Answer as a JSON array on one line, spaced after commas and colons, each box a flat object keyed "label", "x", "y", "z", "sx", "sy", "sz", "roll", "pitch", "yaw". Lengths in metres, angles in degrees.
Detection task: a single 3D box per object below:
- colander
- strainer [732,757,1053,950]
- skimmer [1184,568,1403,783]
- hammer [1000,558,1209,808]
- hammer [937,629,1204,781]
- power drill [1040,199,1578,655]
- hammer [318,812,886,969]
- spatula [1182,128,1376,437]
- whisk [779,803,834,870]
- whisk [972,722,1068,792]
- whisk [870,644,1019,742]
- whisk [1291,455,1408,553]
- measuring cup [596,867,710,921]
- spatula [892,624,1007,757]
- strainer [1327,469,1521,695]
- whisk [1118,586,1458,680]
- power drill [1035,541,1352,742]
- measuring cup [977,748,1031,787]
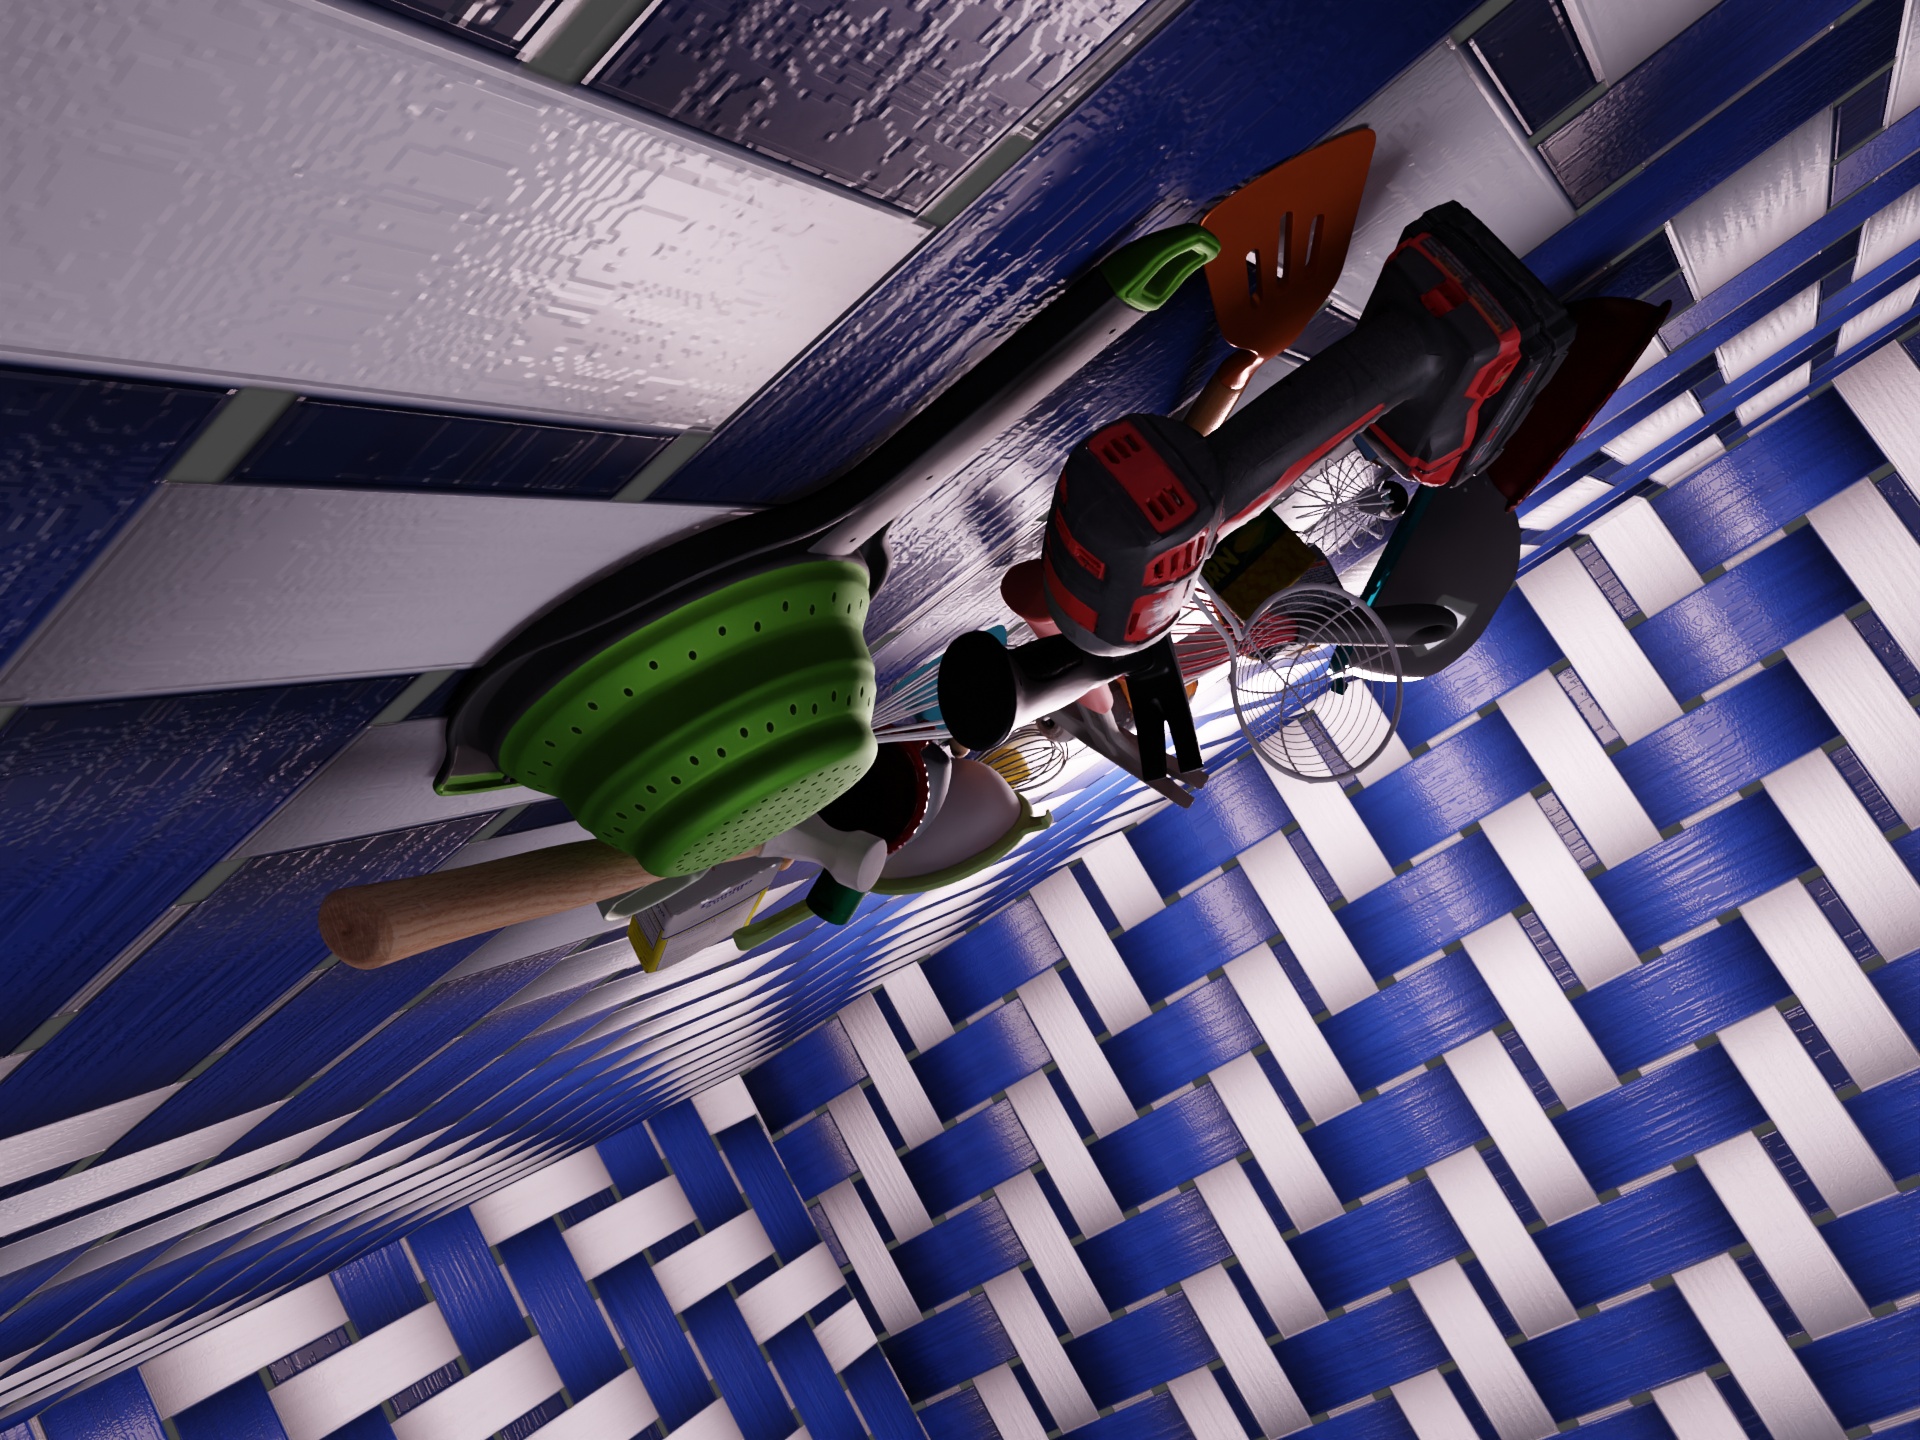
[{"label": "colander", "x": -0.042, "y": -0.040, "z": 0.639, "sx": 0.397, "sy": 0.094, "sz": 0.204, "roll": -35, "pitch": 169, "yaw": 25}, {"label": "strainer", "x": -0.068, "y": 0.091, "z": 1.222, "sx": 0.256, "sy": 0.069, "sz": 0.152, "roll": -27, "pitch": -159, "yaw": -19}, {"label": "skimmer", "x": 0.169, "y": -0.063, "z": 0.902, "sx": 0.363, "sy": 0.090, "sz": 0.127, "roll": 34, "pitch": 72, "yaw": -58}, {"label": "hammer", "x": 0.086, "y": -0.023, "z": 1.029, "sx": 0.037, "sy": 0.149, "sz": 0.358, "roll": -56, "pitch": 164, "yaw": -6}, {"label": "hammer", "x": 0.057, "y": -0.022, "z": 0.753, "sx": 0.035, "sy": 0.146, "sz": 0.335, "roll": -15, "pitch": -178, "yaw": 19}, {"label": "power drill", "x": 0.129, "y": -0.104, "z": 0.648, "sx": 0.219, "sy": 0.079, "sz": 0.143, "roll": -32, "pitch": 163, "yaw": -13}, {"label": "hammer", "x": -0.160, "y": 0.065, "z": 0.726, "sx": 0.331, "sy": 0.130, "sz": 0.031, "roll": -9, "pitch": 117, "yaw": -67}, {"label": "spatula", "x": 0.116, "y": -0.159, "z": 0.733, "sx": 0.081, "sy": 0.041, "sz": 0.322, "roll": -30, "pitch": 174, "yaw": -9}, {"label": "whisk", "x": -0.122, "y": 0.079, "z": 1.163, "sx": 0.047, "sy": 0.051, "sz": 0.245, "roll": -4, "pitch": 167, "yaw": -14}, {"label": "whisk", "x": -0.013, "y": 0.059, "z": 1.352, "sx": 0.239, "sy": 0.055, "sz": 0.055, "roll": -22, "pitch": 167, "yaw": -20}, {"label": "whisk", "x": -0.063, "y": 0.009, "z": 0.919, "sx": 0.246, "sy": 0.059, "sz": 0.057, "roll": -20, "pitch": 139, "yaw": -14}, {"label": "whisk", "x": 0.292, "y": -0.159, "z": 1.149, "sx": 0.070, "sy": 0.070, "sz": 0.284, "roll": -35, "pitch": 174, "yaw": 24}, {"label": "measuring cup", "x": -0.165, "y": 0.067, "z": 0.973, "sx": 0.167, "sy": 0.038, "sz": 0.083, "roll": -38, "pitch": 167, "yaw": 28}, {"label": "spatula", "x": -0.002, "y": -0.004, "z": 1.140, "sx": 0.082, "sy": 0.044, "sz": 0.317, "roll": -31, "pitch": 175, "yaw": -5}, {"label": "strainer", "x": 0.368, "y": -0.123, "z": 1.178, "sx": 0.211, "sy": 0.095, "sz": 0.340, "roll": -60, "pitch": 168, "yaw": -7}, {"label": "whisk", "x": 0.213, "y": -0.063, "z": 1.105, "sx": 0.295, "sy": 0.073, "sz": 0.073, "roll": -2, "pitch": 161, "yaw": -15}, {"label": "power drill", "x": 0.177, "y": -0.051, "z": 1.268, "sx": 0.226, "sy": 0.084, "sz": 0.185, "roll": -33, "pitch": 169, "yaw": 40}, {"label": "measuring cup", "x": -0.007, "y": 0.052, "z": 1.407, "sx": 0.156, "sy": 0.029, "sz": 0.062, "roll": -9, "pitch": 159, "yaw": -34}]
